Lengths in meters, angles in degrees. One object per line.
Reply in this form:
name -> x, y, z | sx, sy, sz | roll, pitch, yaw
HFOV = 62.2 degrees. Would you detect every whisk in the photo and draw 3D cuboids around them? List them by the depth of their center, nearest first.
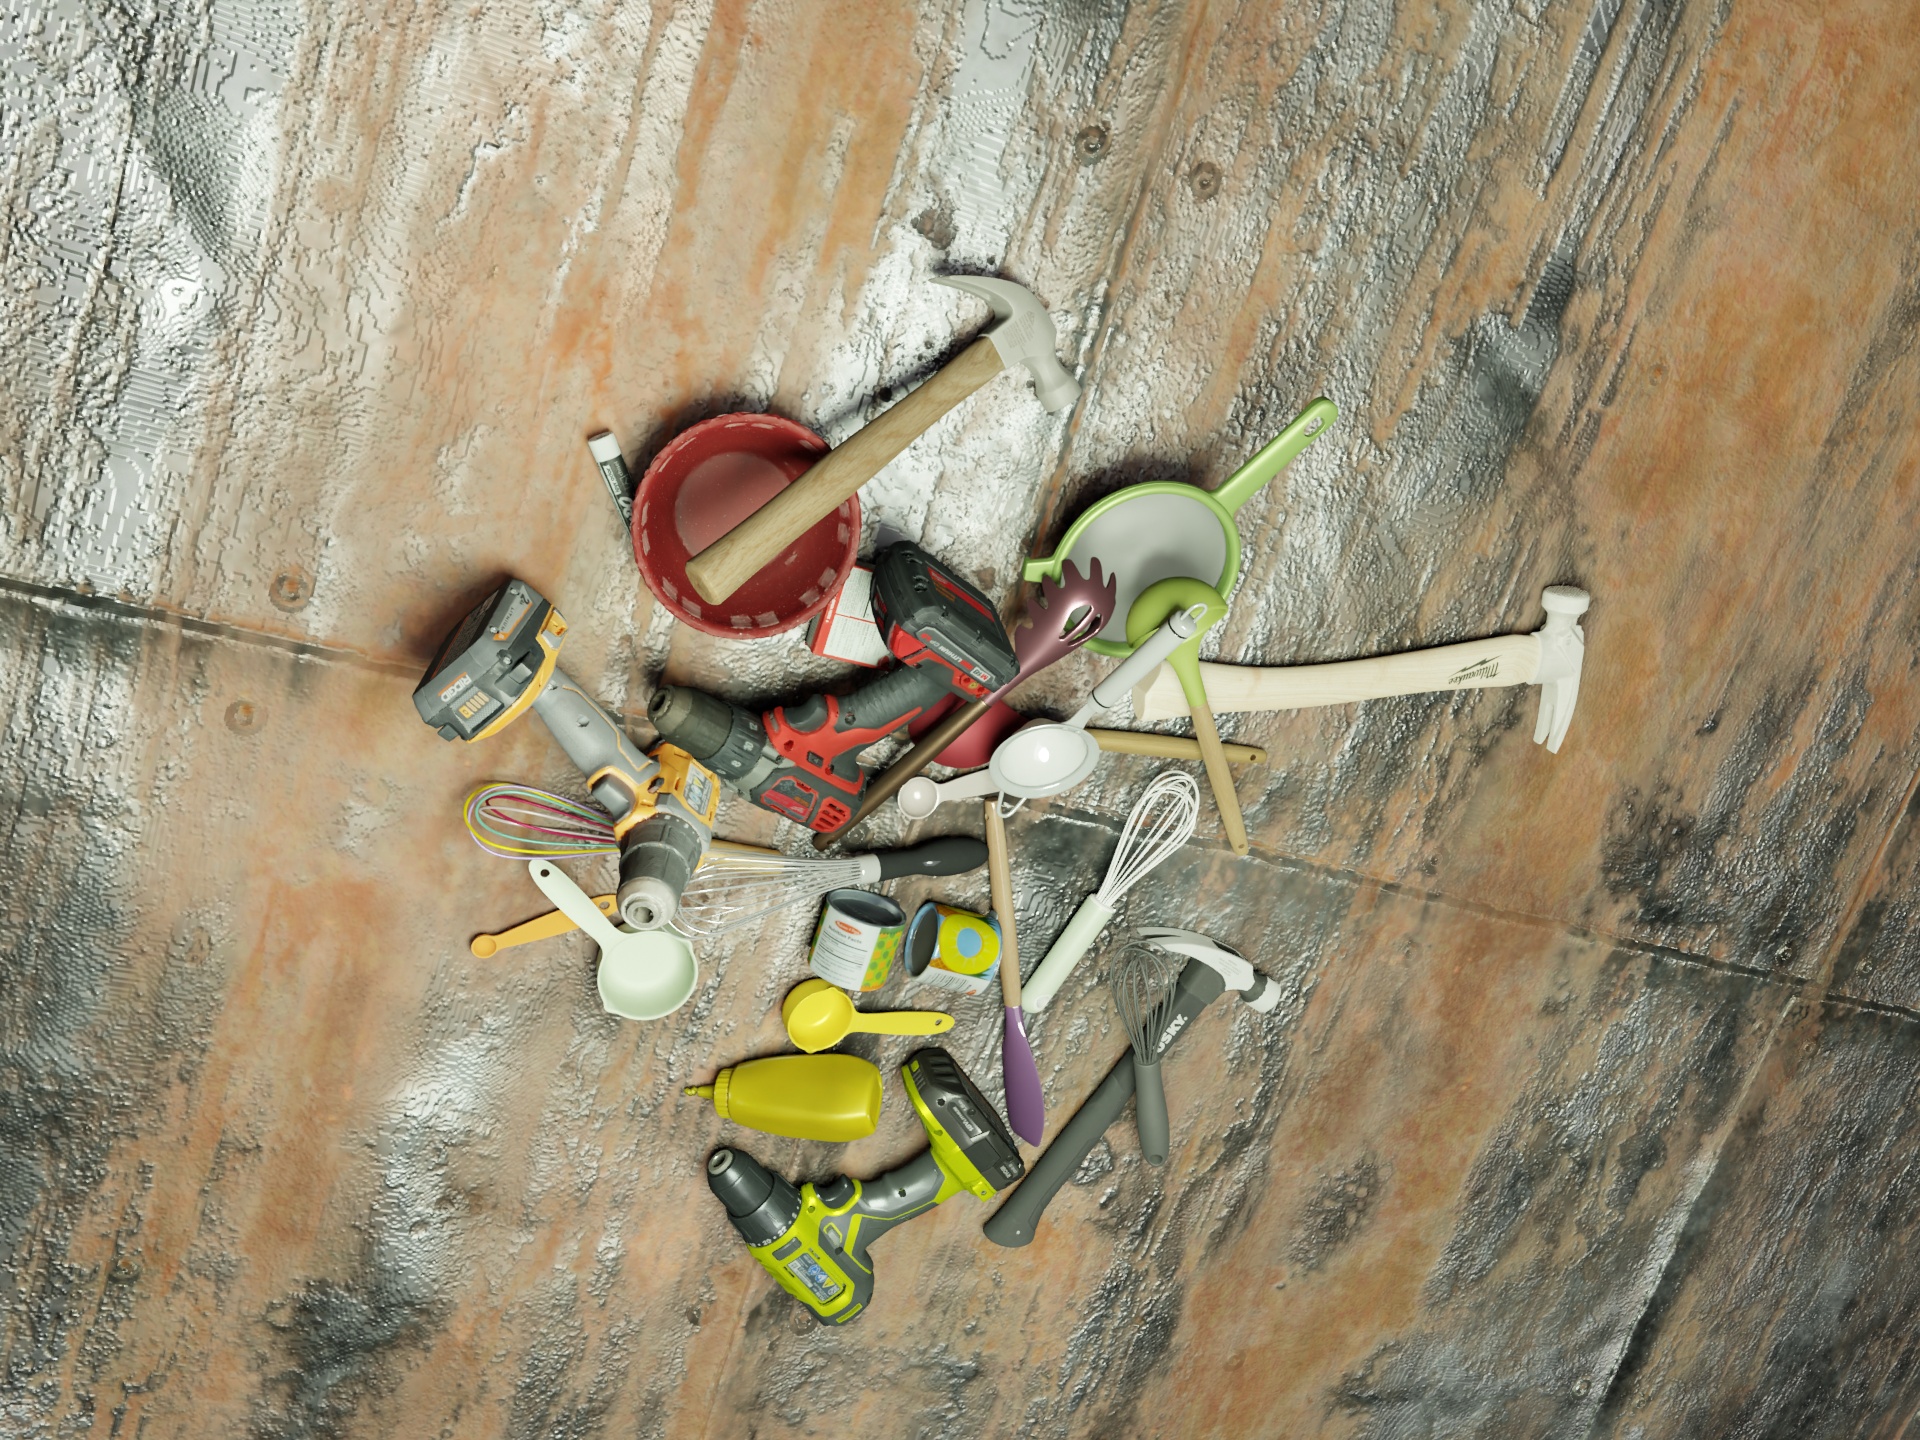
whisk -> -0.246, 0.085, 1.188 | 0.244, 0.047, 0.051 | 13, 117, -26
whisk -> -0.102, 0.118, 1.219 | 0.284, 0.070, 0.070 | -6, 111, -29
whisk -> 0.121, 0.145, 1.324 | 0.057, 0.059, 0.246 | 22, 107, -44
whisk -> 0.161, 0.287, 1.350 | 0.055, 0.055, 0.238 | -14, 118, -13

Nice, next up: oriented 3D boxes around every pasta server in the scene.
pasta server -> -0.002, -0.004, 1.202 | 0.316, 0.040, 0.060 | -41, 126, 19

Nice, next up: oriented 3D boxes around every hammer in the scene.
hammer -> -0.058, -0.193, 1.098 | 0.331, 0.031, 0.130 | -42, 116, -21
hammer -> 0.339, -0.026, 1.337 | 0.410, 0.038, 0.146 | -6, 112, -15
hammer -> 0.130, 0.328, 1.398 | 0.146, 0.035, 0.335 | 34, 96, -26

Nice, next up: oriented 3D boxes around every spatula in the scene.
spatula -> 0.043, 0.213, 1.324 | 0.018, 0.060, 0.315 | -16, 109, -30

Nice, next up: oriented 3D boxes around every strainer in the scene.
strainer -> 0.100, -0.012, 1.182 | 0.086, 0.050, 0.258 | 16, 138, -30
strainer -> 0.170, -0.161, 1.198 | 0.256, 0.069, 0.151 | -42, 126, 13

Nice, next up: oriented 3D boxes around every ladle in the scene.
ladle -> 0.196, 0.011, 1.253 | 0.078, 0.062, 0.319 | -20, 131, 4
ladle -> 0.110, 0.016, 1.285 | 0.315, 0.031, 0.069 | 6, 107, -21

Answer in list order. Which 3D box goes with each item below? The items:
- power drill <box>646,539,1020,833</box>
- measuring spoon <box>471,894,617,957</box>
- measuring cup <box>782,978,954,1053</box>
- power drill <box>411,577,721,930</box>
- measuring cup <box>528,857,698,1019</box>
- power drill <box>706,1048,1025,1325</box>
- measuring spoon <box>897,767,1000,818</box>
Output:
power drill -> -0.092, -0.023, 1.137 | 0.226, 0.080, 0.187 | -40, 133, 19
measuring spoon -> -0.313, 0.154, 1.208 | 0.117, 0.011, 0.021 | -18, 120, -15
measuring cup -> -0.076, 0.242, 1.312 | 0.156, 0.029, 0.062 | 9, 109, -33
power drill -> -0.259, 0.029, 1.084 | 0.084, 0.185, 0.226 | -36, 114, 18
measuring cup -> -0.269, 0.157, 1.208 | 0.083, 0.038, 0.167 | -40, 114, -1
power drill -> -0.080, 0.380, 1.327 | 0.228, 0.080, 0.190 | -35, 114, 0
measuring spoon -> 0.005, 0.050, 1.272 | 0.124, 0.018, 0.034 | -13, 106, -20
